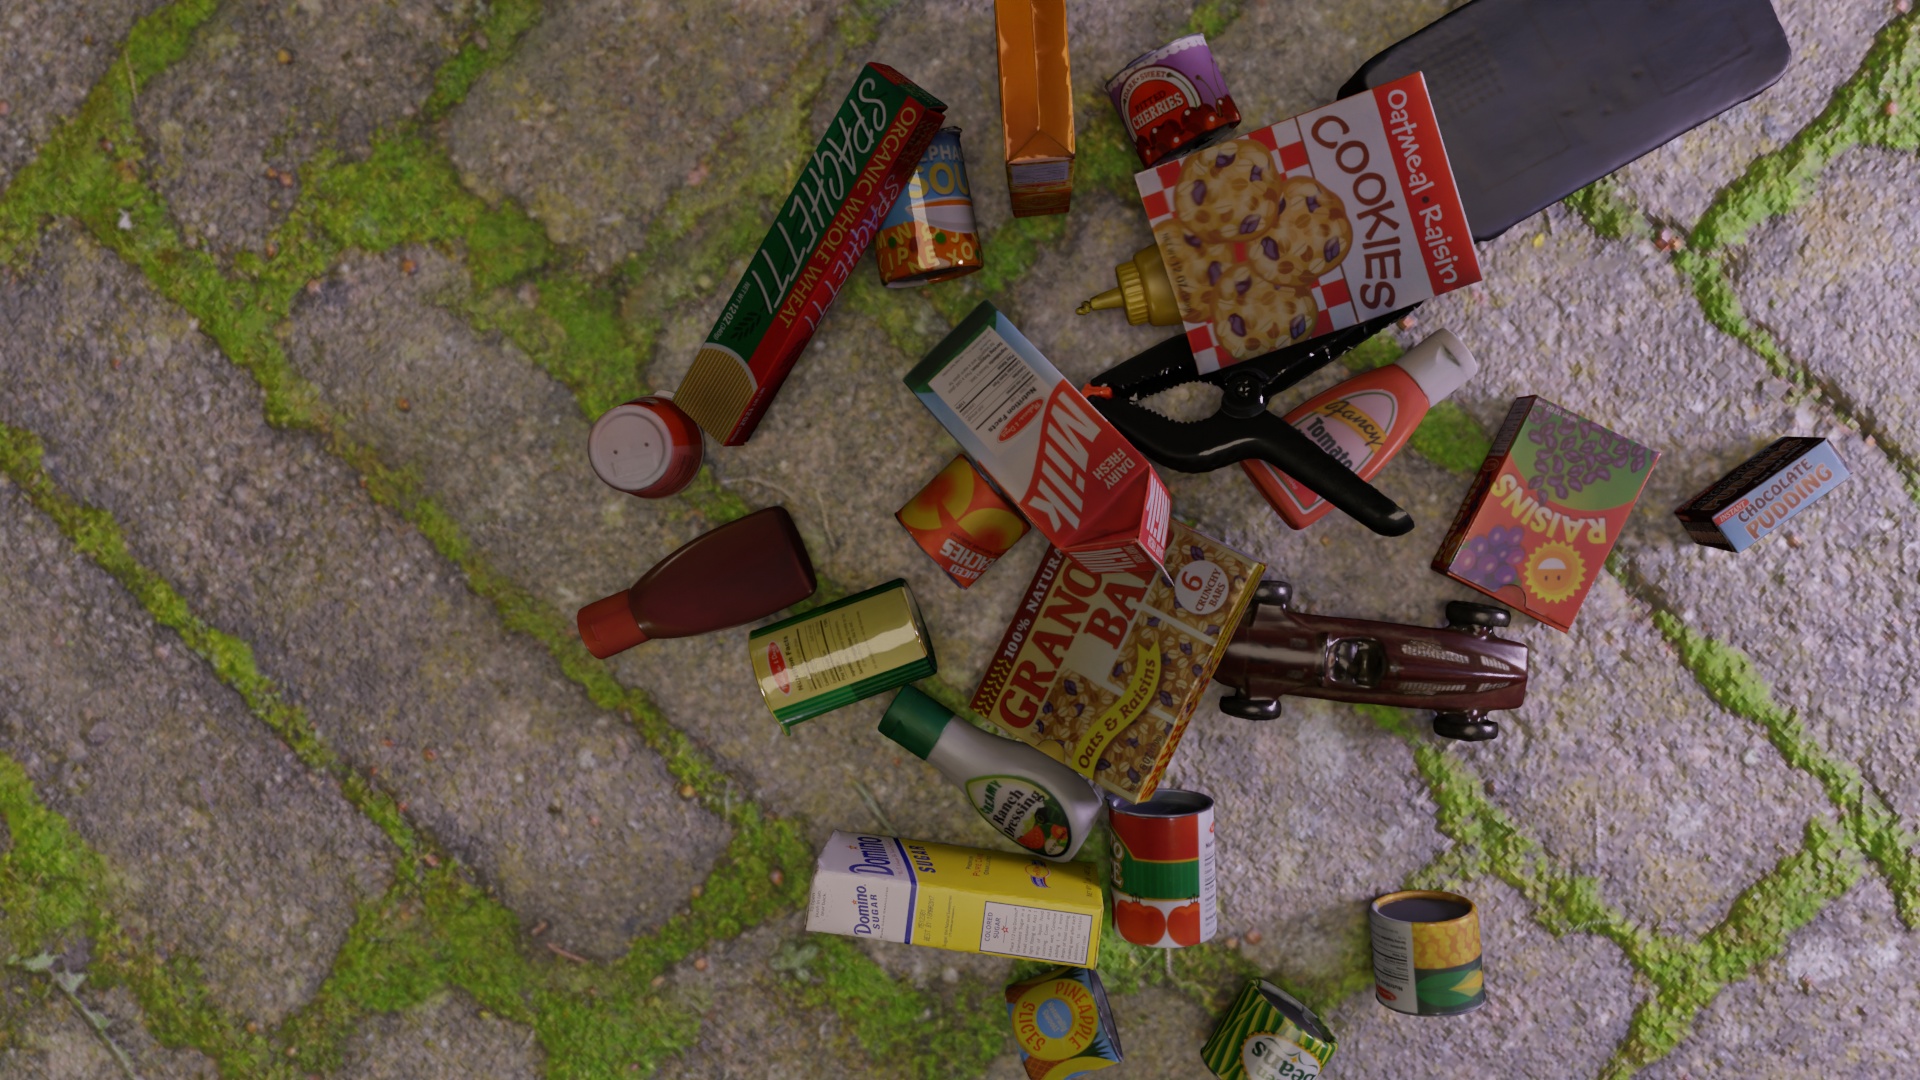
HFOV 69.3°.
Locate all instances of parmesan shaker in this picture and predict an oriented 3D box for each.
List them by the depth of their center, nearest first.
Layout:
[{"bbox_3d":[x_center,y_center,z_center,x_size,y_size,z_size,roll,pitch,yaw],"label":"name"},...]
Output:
[{"bbox_3d":[-0.072,0.073,0.875,0.103,0.071,0.071,-20,92,3],"label":"parmesan shaker"}]

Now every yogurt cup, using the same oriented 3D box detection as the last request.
[{"bbox_3d":[-0.202,-0.059,0.880,0.072,0.054,0.072,0,94,3],"label":"yogurt cup"}]

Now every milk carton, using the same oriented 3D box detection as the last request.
[{"bbox_3d":[0.058,-0.048,0.828,0.073,0.072,0.191,-43,67,4],"label":"milk carton"}]

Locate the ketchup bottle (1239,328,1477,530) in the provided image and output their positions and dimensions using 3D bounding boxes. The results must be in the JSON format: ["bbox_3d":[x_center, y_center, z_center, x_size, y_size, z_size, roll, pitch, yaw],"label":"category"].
[{"bbox_3d":[0.249,-0.073,0.864,0.149,0.043,0.065,-37,82,3],"label":"ketchup bottle"}]

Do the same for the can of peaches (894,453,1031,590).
[{"bbox_3d":[0.003,-0.011,0.865,0.058,0.071,0.071,-43,91,4],"label":"can of peaches"}]

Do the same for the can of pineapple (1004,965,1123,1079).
[{"bbox_3d":[0.065,0.305,0.879,0.058,0.071,0.071,-20,92,4],"label":"can of pineapple"}]

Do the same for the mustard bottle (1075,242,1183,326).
[{"bbox_3d":[0.148,-0.165,0.861,0.160,0.049,0.065,-14,91,4],"label":"mustard bottle"}]

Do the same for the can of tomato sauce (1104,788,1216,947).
[{"bbox_3d":[0.125,0.204,0.873,0.071,0.071,0.083,-2,94,3],"label":"can of tomato sauce"}]

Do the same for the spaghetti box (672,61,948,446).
[{"bbox_3d":[-0.095,-0.169,0.842,0.050,0.029,0.249,41,112,13],"label":"spaghetti box"}]

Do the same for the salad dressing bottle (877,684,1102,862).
[{"bbox_3d":[0.017,0.145,0.883,0.148,0.044,0.064,32,127,6],"label":"salad dressing bottle"}]

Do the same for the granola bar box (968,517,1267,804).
[{"bbox_3d":[0.096,0.061,0.861,0.124,0.039,0.165,27,94,22],"label":"granola bar box"}]

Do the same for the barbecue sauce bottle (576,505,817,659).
[{"bbox_3d":[-0.171,0.033,0.889,0.148,0.044,0.065,-22,92,4],"label":"barbecue sauce bottle"}]

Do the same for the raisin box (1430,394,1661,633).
[{"bbox_3d":[0.362,-0.017,0.864,0.086,0.040,0.123,26,95,0],"label":"raisin box"}]

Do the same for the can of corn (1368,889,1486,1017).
[{"bbox_3d":[0.293,0.256,0.869,0.071,0.071,0.058,-6,93,3],"label":"can of corn"}]

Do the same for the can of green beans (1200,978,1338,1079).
[{"bbox_3d":[0.195,0.320,0.875,0.071,0.071,0.058,33,94,0],"label":"can of green beans"}]

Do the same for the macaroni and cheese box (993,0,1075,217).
[{"bbox_3d":[0.042,-0.263,0.802,0.040,0.166,0.123,-3,93,3],"label":"macaroni and cheese box"}]

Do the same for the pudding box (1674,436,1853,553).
[{"bbox_3d":[0.491,-0.029,0.852,0.083,0.050,0.030,-36,93,5],"label":"pudding box"}]

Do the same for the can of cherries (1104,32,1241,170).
[{"bbox_3d":[0.129,-0.265,0.846,0.071,0.071,0.058,-25,93,4],"label":"can of cherries"}]

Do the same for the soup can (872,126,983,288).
[{"bbox_3d":[-0.023,-0.204,0.856,0.071,0.071,0.083,-11,93,3],"label":"soup can"}]

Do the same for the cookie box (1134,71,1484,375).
[{"bbox_3d":[0.200,-0.181,0.804,0.167,0.040,0.122,-18,96,11],"label":"cookie box"}]
